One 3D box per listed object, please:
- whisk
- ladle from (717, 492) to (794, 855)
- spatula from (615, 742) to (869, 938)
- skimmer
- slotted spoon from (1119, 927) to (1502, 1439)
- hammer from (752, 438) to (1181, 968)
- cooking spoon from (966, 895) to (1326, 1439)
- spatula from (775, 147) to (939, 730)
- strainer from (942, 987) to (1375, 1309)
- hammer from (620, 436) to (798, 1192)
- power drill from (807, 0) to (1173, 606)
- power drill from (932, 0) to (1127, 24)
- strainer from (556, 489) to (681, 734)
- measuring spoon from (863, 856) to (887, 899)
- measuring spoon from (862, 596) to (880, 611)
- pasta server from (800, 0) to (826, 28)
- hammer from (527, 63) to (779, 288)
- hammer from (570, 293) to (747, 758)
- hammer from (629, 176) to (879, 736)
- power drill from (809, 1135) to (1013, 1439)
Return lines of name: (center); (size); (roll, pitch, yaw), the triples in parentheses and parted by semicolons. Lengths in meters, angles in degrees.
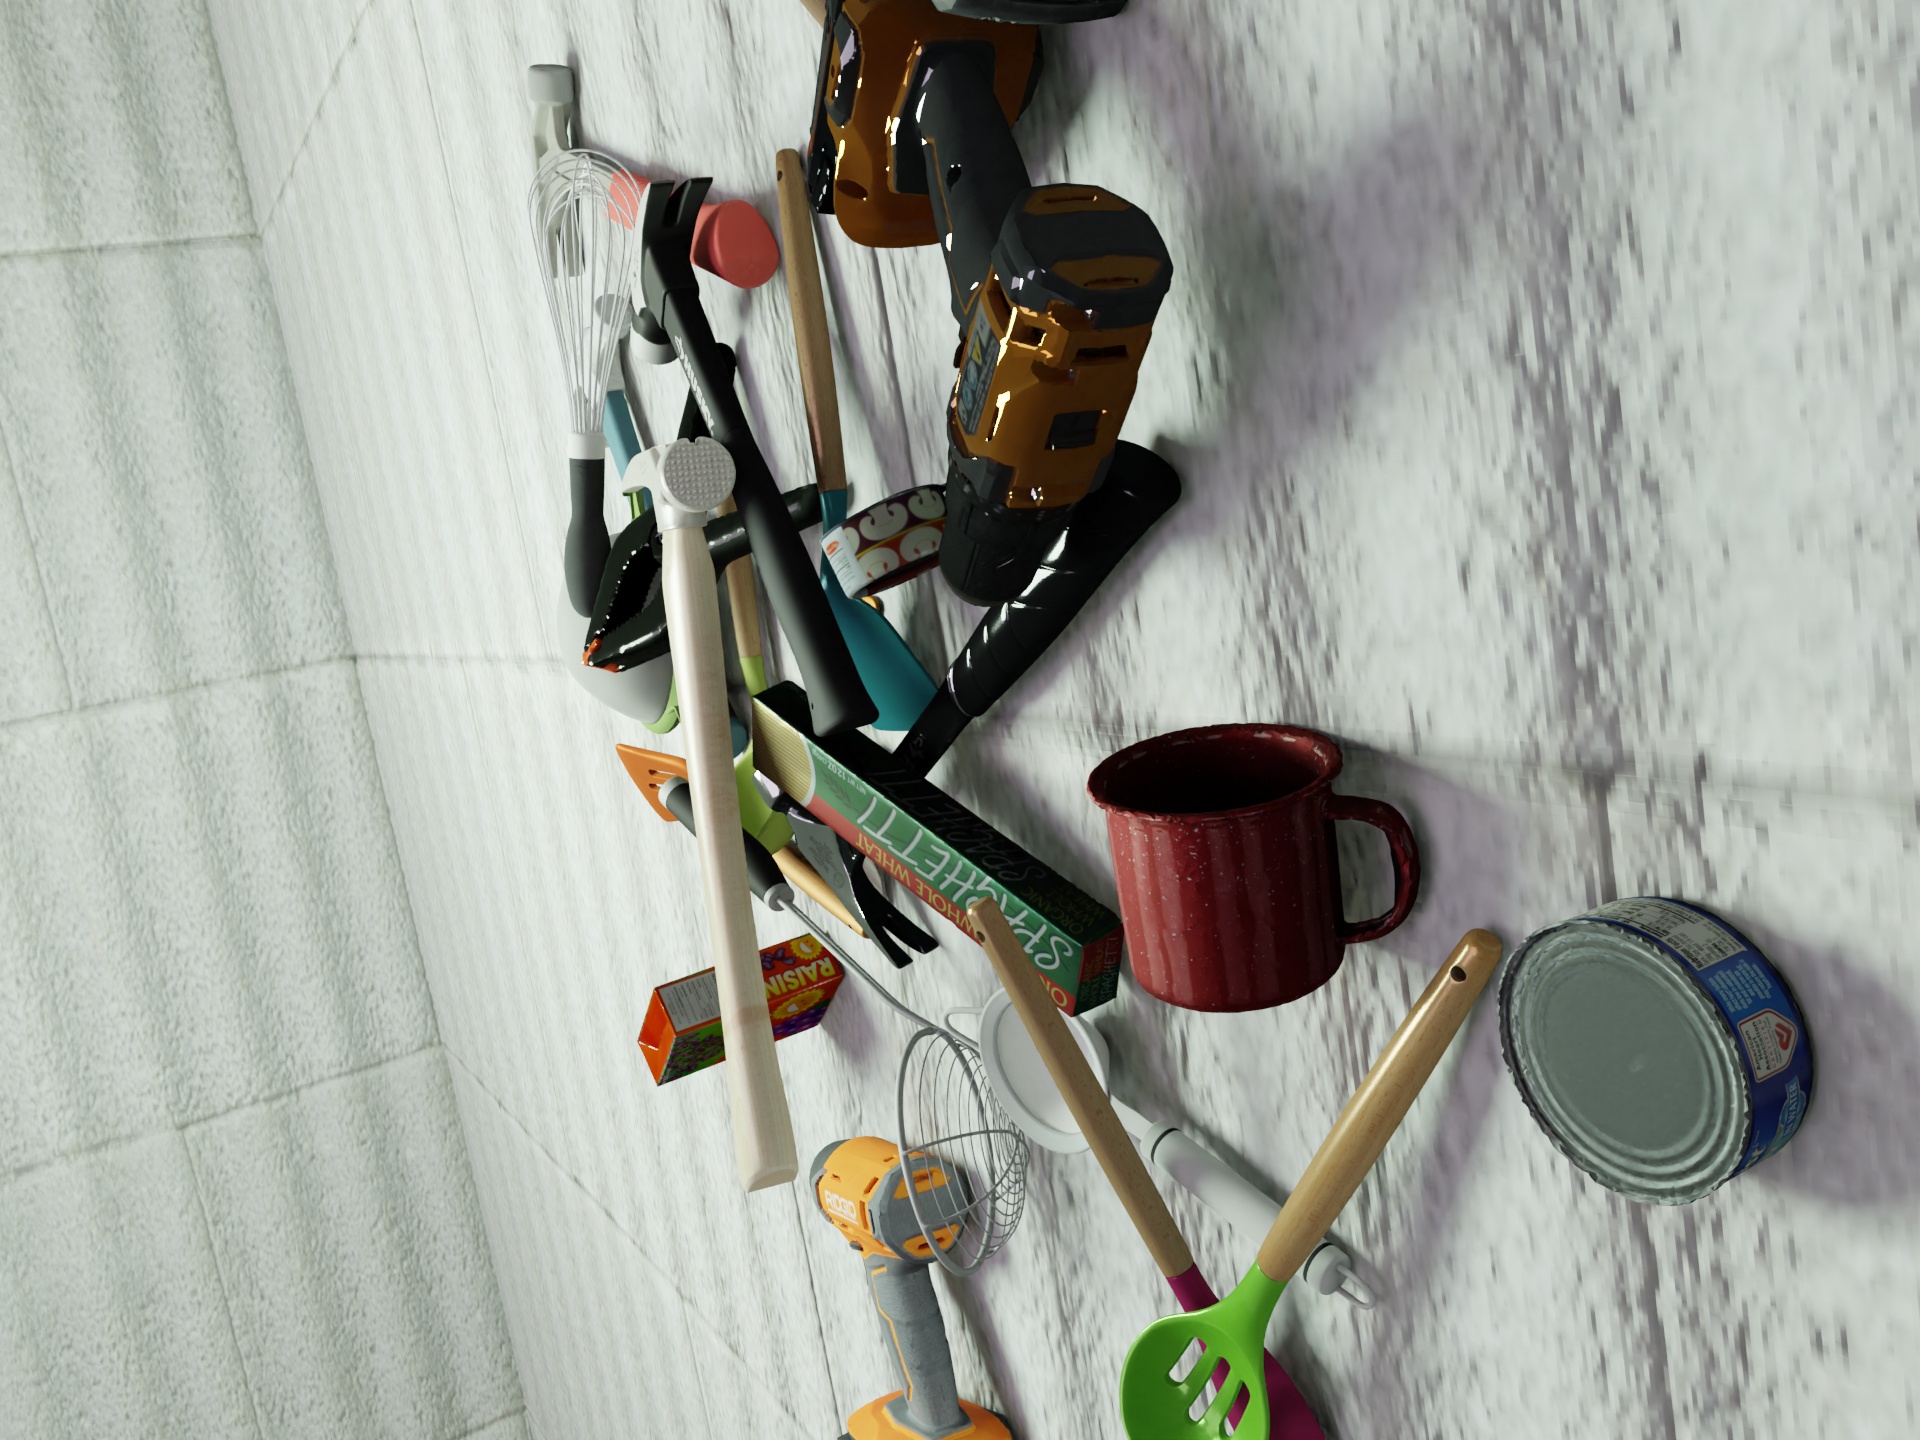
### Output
whisk: (-0.232, -0.203, 0.982); (0.070, 0.070, 0.284); (26, 117, 55)
ladle: (-0.148, -0.066, 1.020); (0.078, 0.062, 0.320); (5, 105, 51)
spatula: (-0.149, 0.085, 1.105); (0.323, 0.041, 0.081); (30, 151, 52)
skimmer: (-0.088, 0.159, 0.919); (0.364, 0.090, 0.127); (38, 175, 34)
slotted spoon: (0.134, 0.198, 0.618); (0.070, 0.031, 0.313); (40, 128, 29)
hammer: (-0.001, -0.003, 0.787); (0.149, 0.036, 0.408); (55, 145, 12)
cooking spoon: (0.083, 0.219, 0.700); (0.319, 0.017, 0.069); (62, 149, -2)
spatula: (-0.064, -0.149, 0.859); (0.082, 0.044, 0.317); (-7, 91, 54)
strainer: (0.087, 0.189, 0.724); (0.259, 0.050, 0.086); (29, 125, 47)
hammer: (-0.136, 0.056, 0.880); (0.146, 0.038, 0.410); (-169, 72, -68)
power drill: (0.003, -0.173, 0.631); (0.185, 0.084, 0.226); (108, 148, -54)
power drill: (0.054, -0.336, 0.507); (0.188, 0.080, 0.226); (64, 147, 20)
strainer: (-0.215, -0.030, 1.045); (0.257, 0.069, 0.151); (58, 143, 42)
measuring spoon: (-0.051, 0.067, 0.951); (0.034, 0.018, 0.124); (25, 132, 44)
measuring spoon: (-0.074, -0.052, 0.934); (0.117, 0.011, 0.021); (-24, 81, 61)
pasta server: (-0.098, -0.388, 0.796); (0.316, 0.040, 0.060); (57, 136, 29)
hammer: (-0.209, -0.325, 1.030); (0.359, 0.036, 0.149); (40, 136, 48)
hammer: (-0.217, -0.128, 1.139); (0.128, 0.033, 0.331); (-38, 69, 59)
hammer: (-0.113, -0.137, 0.846); (0.146, 0.035, 0.335); (114, 137, -57)
power drill: (-0.042, 0.377, 1.007); (0.164, 0.084, 0.226); (-10, 90, 63)
